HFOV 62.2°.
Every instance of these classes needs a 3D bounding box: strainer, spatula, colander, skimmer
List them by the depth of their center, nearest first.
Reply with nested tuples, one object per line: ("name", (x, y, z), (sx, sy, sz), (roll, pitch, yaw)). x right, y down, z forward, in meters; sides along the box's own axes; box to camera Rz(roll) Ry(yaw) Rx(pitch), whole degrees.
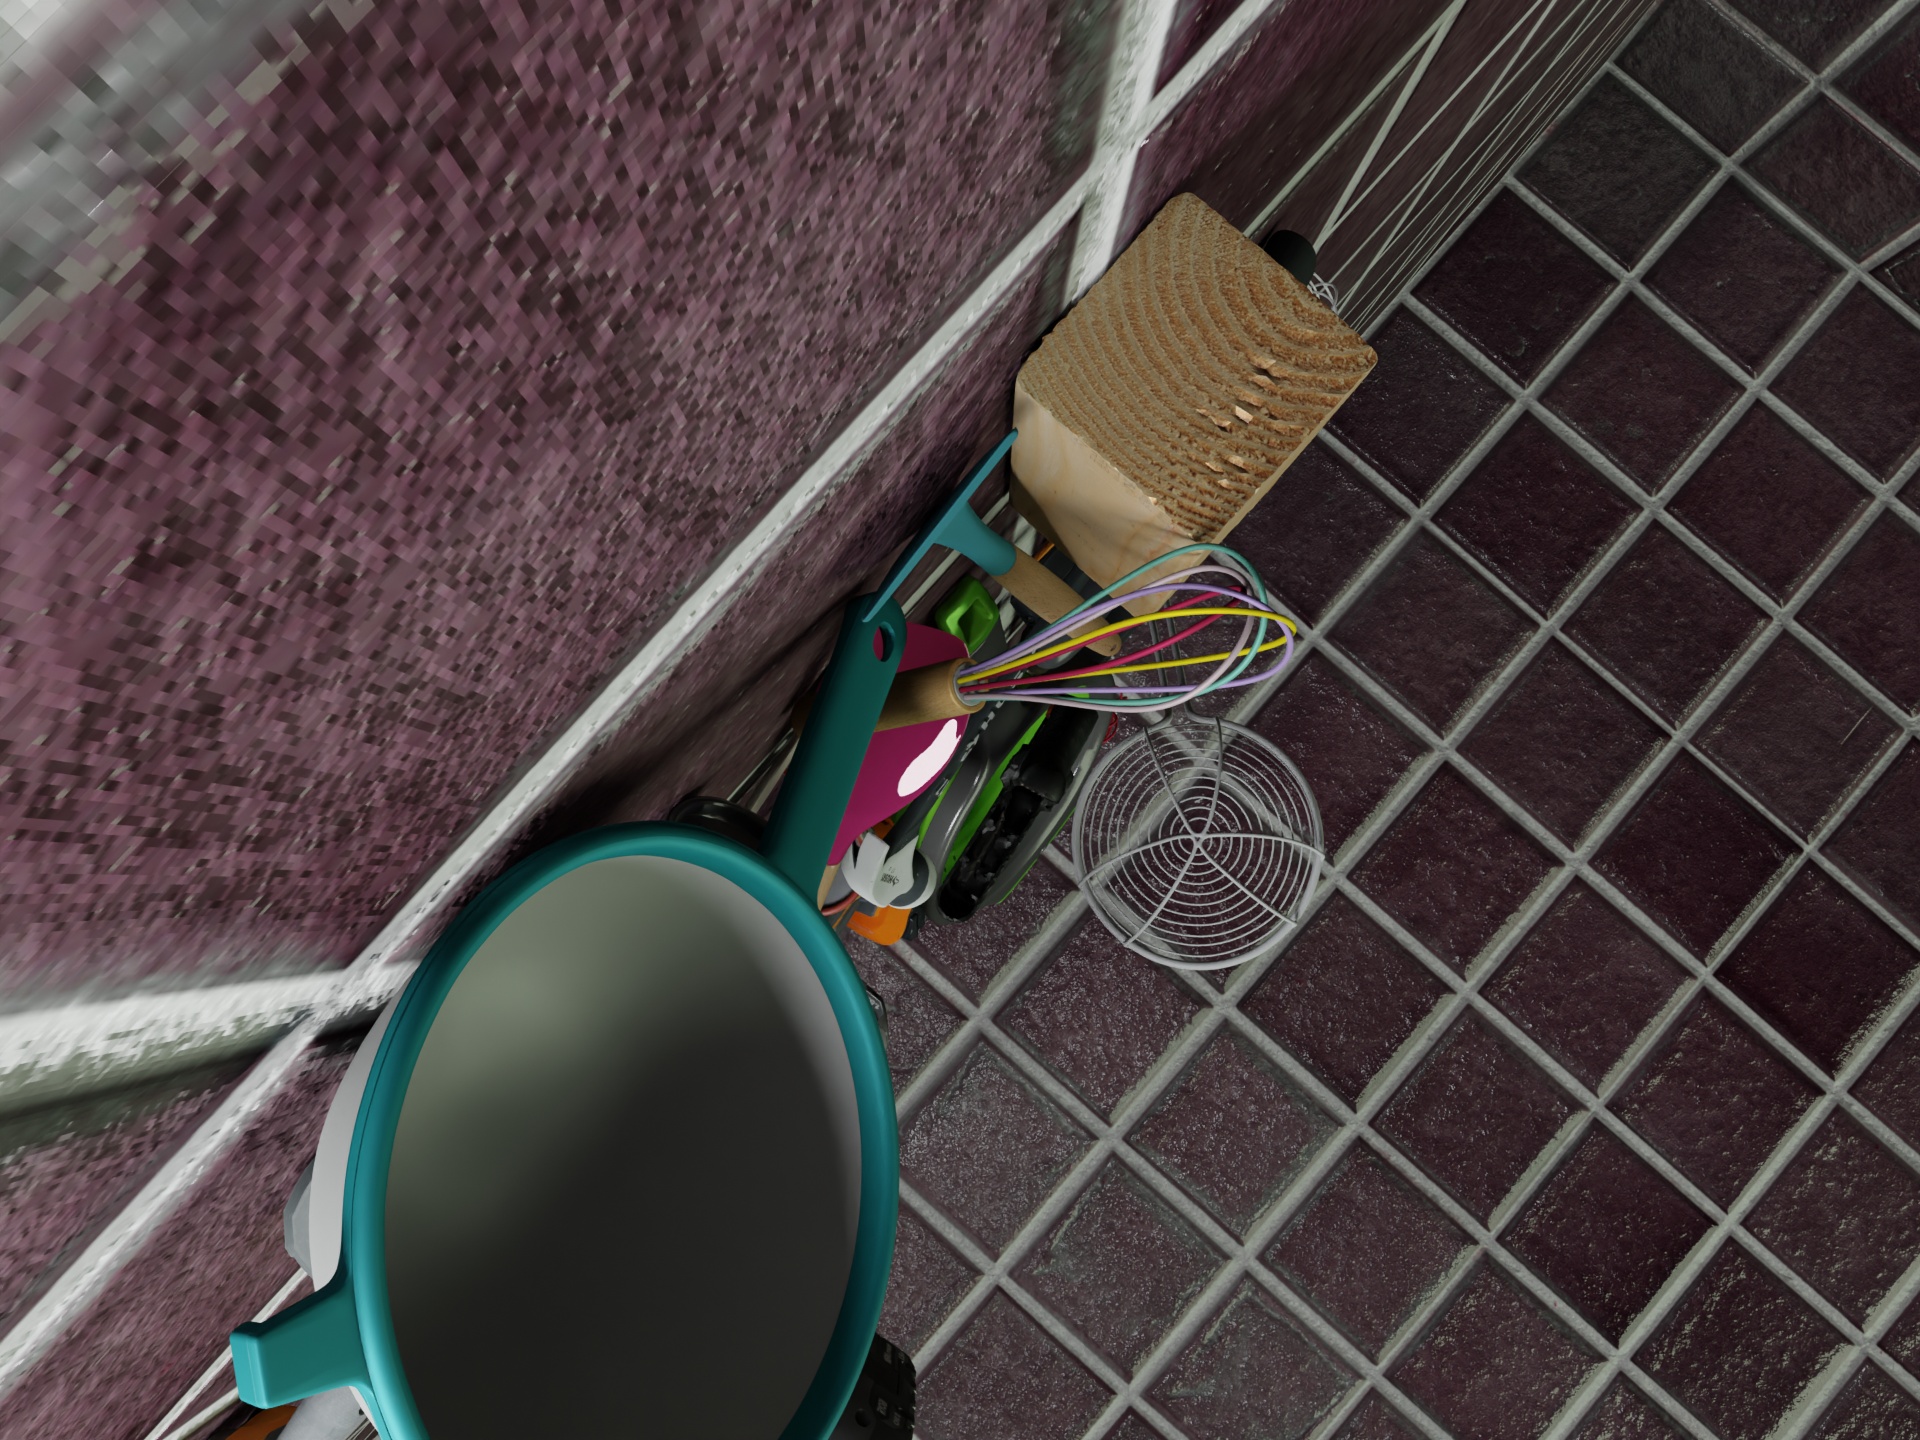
("strainer", (-0.101, 0.091, 0.521), (0.095, 0.210, 0.341), (-11, -136, 33))
("spatula", (0.031, -0.055, 0.675), (0.082, 0.044, 0.317), (-52, 159, 6))
("skimmer", (0.118, -0.024, 0.908), (0.364, 0.127, 0.090), (-91, 171, -50))
("colander", (-0.002, -0.003, 1.000), (0.204, 0.094, 0.396), (-51, 159, -14))

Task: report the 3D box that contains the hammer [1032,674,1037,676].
("hammer", (0.093, -0.063, 1.348), (0.033, 0.128, 0.331), (11, -118, 51))

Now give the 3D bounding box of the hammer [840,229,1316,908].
("hammer", (0.061, -0.079, 0.821), (0.409, 0.036, 0.149), (-56, 167, -2))

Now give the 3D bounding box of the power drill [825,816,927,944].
("power drill", (-0.105, 0.161, 1.144), (0.226, 0.084, 0.164), (-43, 153, -45))

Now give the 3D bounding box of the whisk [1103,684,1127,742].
("whisk", (0.026, 0.017, 1.219), (0.296, 0.073, 0.073), (-19, 157, -42))

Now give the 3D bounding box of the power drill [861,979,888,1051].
("power drill", (-0.139, 0.226, 0.868), (0.228, 0.190, 0.080), (-51, 179, -38))

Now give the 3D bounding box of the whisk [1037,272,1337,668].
("whisk", (0.126, -0.145, 0.907), (0.284, 0.070, 0.070), (-53, 177, -8))

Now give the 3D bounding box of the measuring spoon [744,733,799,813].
("measuring spoon", (-0.110, 0.050, 0.729), (0.124, 0.018, 0.034), (-55, 176, -1))

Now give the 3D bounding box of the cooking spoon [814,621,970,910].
("cooking spoon", (-0.072, 0.081, 0.750), (0.017, 0.068, 0.318), (-99, -152, -53))

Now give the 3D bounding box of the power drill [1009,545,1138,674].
("power drill", (0.099, -0.097, 1.181), (0.188, 0.080, 0.227), (-49, 179, 15))

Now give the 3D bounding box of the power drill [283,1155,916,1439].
("power drill", (-0.129, 0.221, 0.605), (0.080, 0.223, 0.171), (-55, 177, -5))

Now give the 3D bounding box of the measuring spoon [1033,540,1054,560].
("measuring spoon", (0.071, -0.132, 0.991), (0.021, 0.011, 0.117), (-44, 178, -42))

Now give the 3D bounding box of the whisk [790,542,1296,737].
("whisk", (0.016, -0.019, 0.584), (0.245, 0.051, 0.047), (-11, -170, 45))

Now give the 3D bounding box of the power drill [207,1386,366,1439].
("power drill", (-0.331, 0.363, 0.907), (0.226, 0.084, 0.185), (-53, 178, -4))
